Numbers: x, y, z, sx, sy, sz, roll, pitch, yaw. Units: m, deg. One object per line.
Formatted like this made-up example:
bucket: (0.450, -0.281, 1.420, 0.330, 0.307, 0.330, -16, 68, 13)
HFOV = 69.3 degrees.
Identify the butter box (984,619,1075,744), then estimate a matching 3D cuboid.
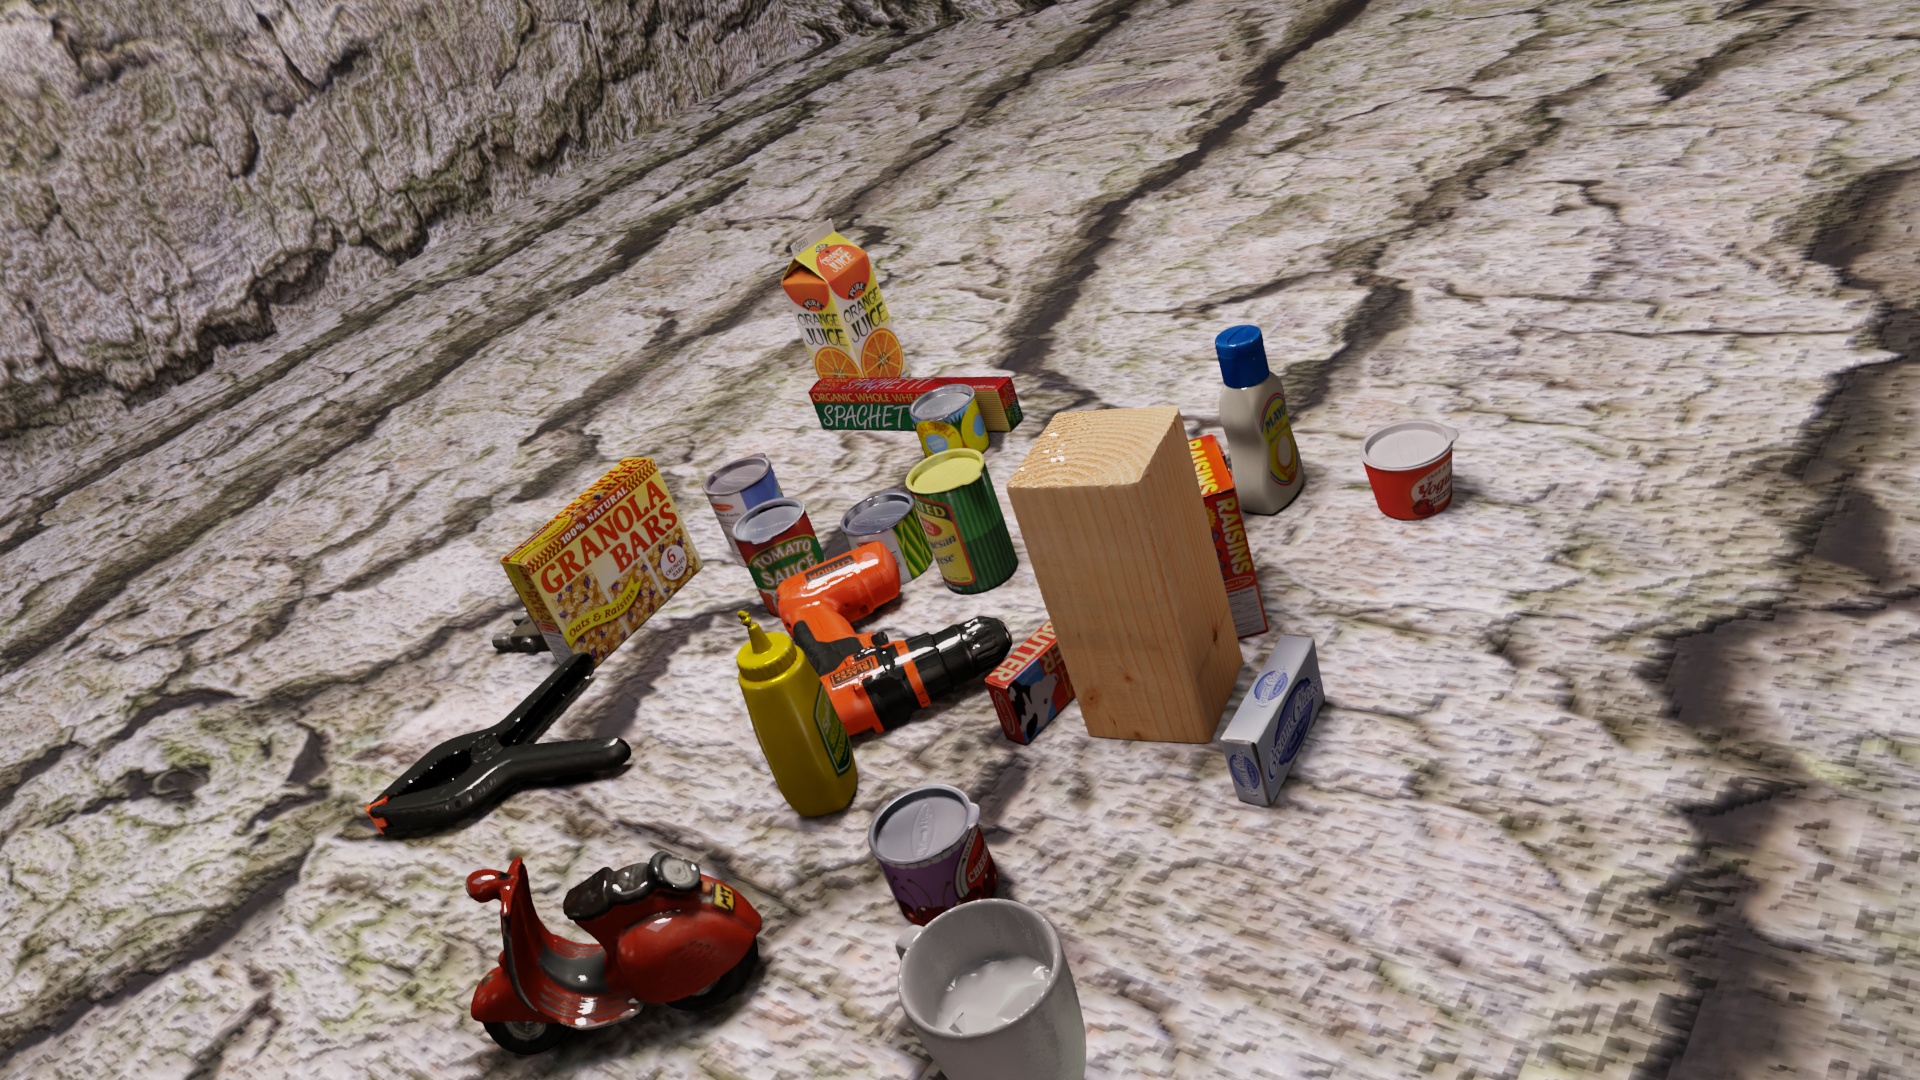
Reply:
butter box: (0.063, 0.090, 0.979, 0.024, 0.053, 0.104, 13, 43, 44)

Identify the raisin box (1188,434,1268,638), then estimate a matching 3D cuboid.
raisin box: (0.183, -0.002, 0.990, 0.040, 0.123, 0.086, -15, 30, 8)

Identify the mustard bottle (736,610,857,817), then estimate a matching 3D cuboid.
mustard bottle: (-0.116, 0.113, 0.940, 0.049, 0.159, 0.065, -14, 30, 11)

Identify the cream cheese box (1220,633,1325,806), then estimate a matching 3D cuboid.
cream cheese box: (0.197, 0.111, 0.866, 0.024, 0.053, 0.104, 4, 37, 36)

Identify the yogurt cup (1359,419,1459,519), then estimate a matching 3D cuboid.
yogurt cup: (0.340, -0.052, 1.050, 0.072, 0.053, 0.073, -15, 30, 9)

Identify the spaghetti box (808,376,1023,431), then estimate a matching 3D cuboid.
spaghetti box: (-0.051, -0.141, 1.432, 0.250, 0.050, 0.029, 4, 37, 35)

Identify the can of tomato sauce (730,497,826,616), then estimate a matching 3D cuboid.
can of tomato sauce: (-0.151, 0.016, 1.199, 0.071, 0.082, 0.071, -15, 30, 9)

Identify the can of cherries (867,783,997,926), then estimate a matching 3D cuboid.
can of cherries: (-0.014, 0.193, 0.849, 0.071, 0.058, 0.072, -15, 30, 9)

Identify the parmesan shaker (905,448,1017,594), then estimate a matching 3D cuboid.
parmesan shaker: (0.004, -0.014, 1.137, 0.071, 0.102, 0.071, -15, 30, 9)

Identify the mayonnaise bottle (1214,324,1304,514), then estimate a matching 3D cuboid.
mayonnaise bottle: (0.232, -0.096, 1.092, 0.041, 0.147, 0.065, 10, 41, 42)

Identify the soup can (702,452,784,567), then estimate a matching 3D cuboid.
soup can: (-0.192, -0.028, 1.294, 0.071, 0.083, 0.072, -15, 30, 9)

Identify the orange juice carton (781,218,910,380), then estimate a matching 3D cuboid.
orange juice carton: (-0.130, -0.248, 1.512, 0.073, 0.191, 0.072, 7, 39, 39)

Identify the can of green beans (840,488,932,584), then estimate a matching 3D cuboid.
can of green beans: (-0.063, -0.001, 1.199, 0.071, 0.057, 0.071, -15, 30, 9)

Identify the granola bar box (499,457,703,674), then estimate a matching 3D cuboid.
granola bar box: (-0.318, 0.020, 1.248, 0.039, 0.123, 0.166, 4, 37, 35)

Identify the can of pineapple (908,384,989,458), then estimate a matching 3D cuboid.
can of pineapple: (-0.011, -0.110, 1.350, 0.071, 0.057, 0.071, -15, 30, 9)
